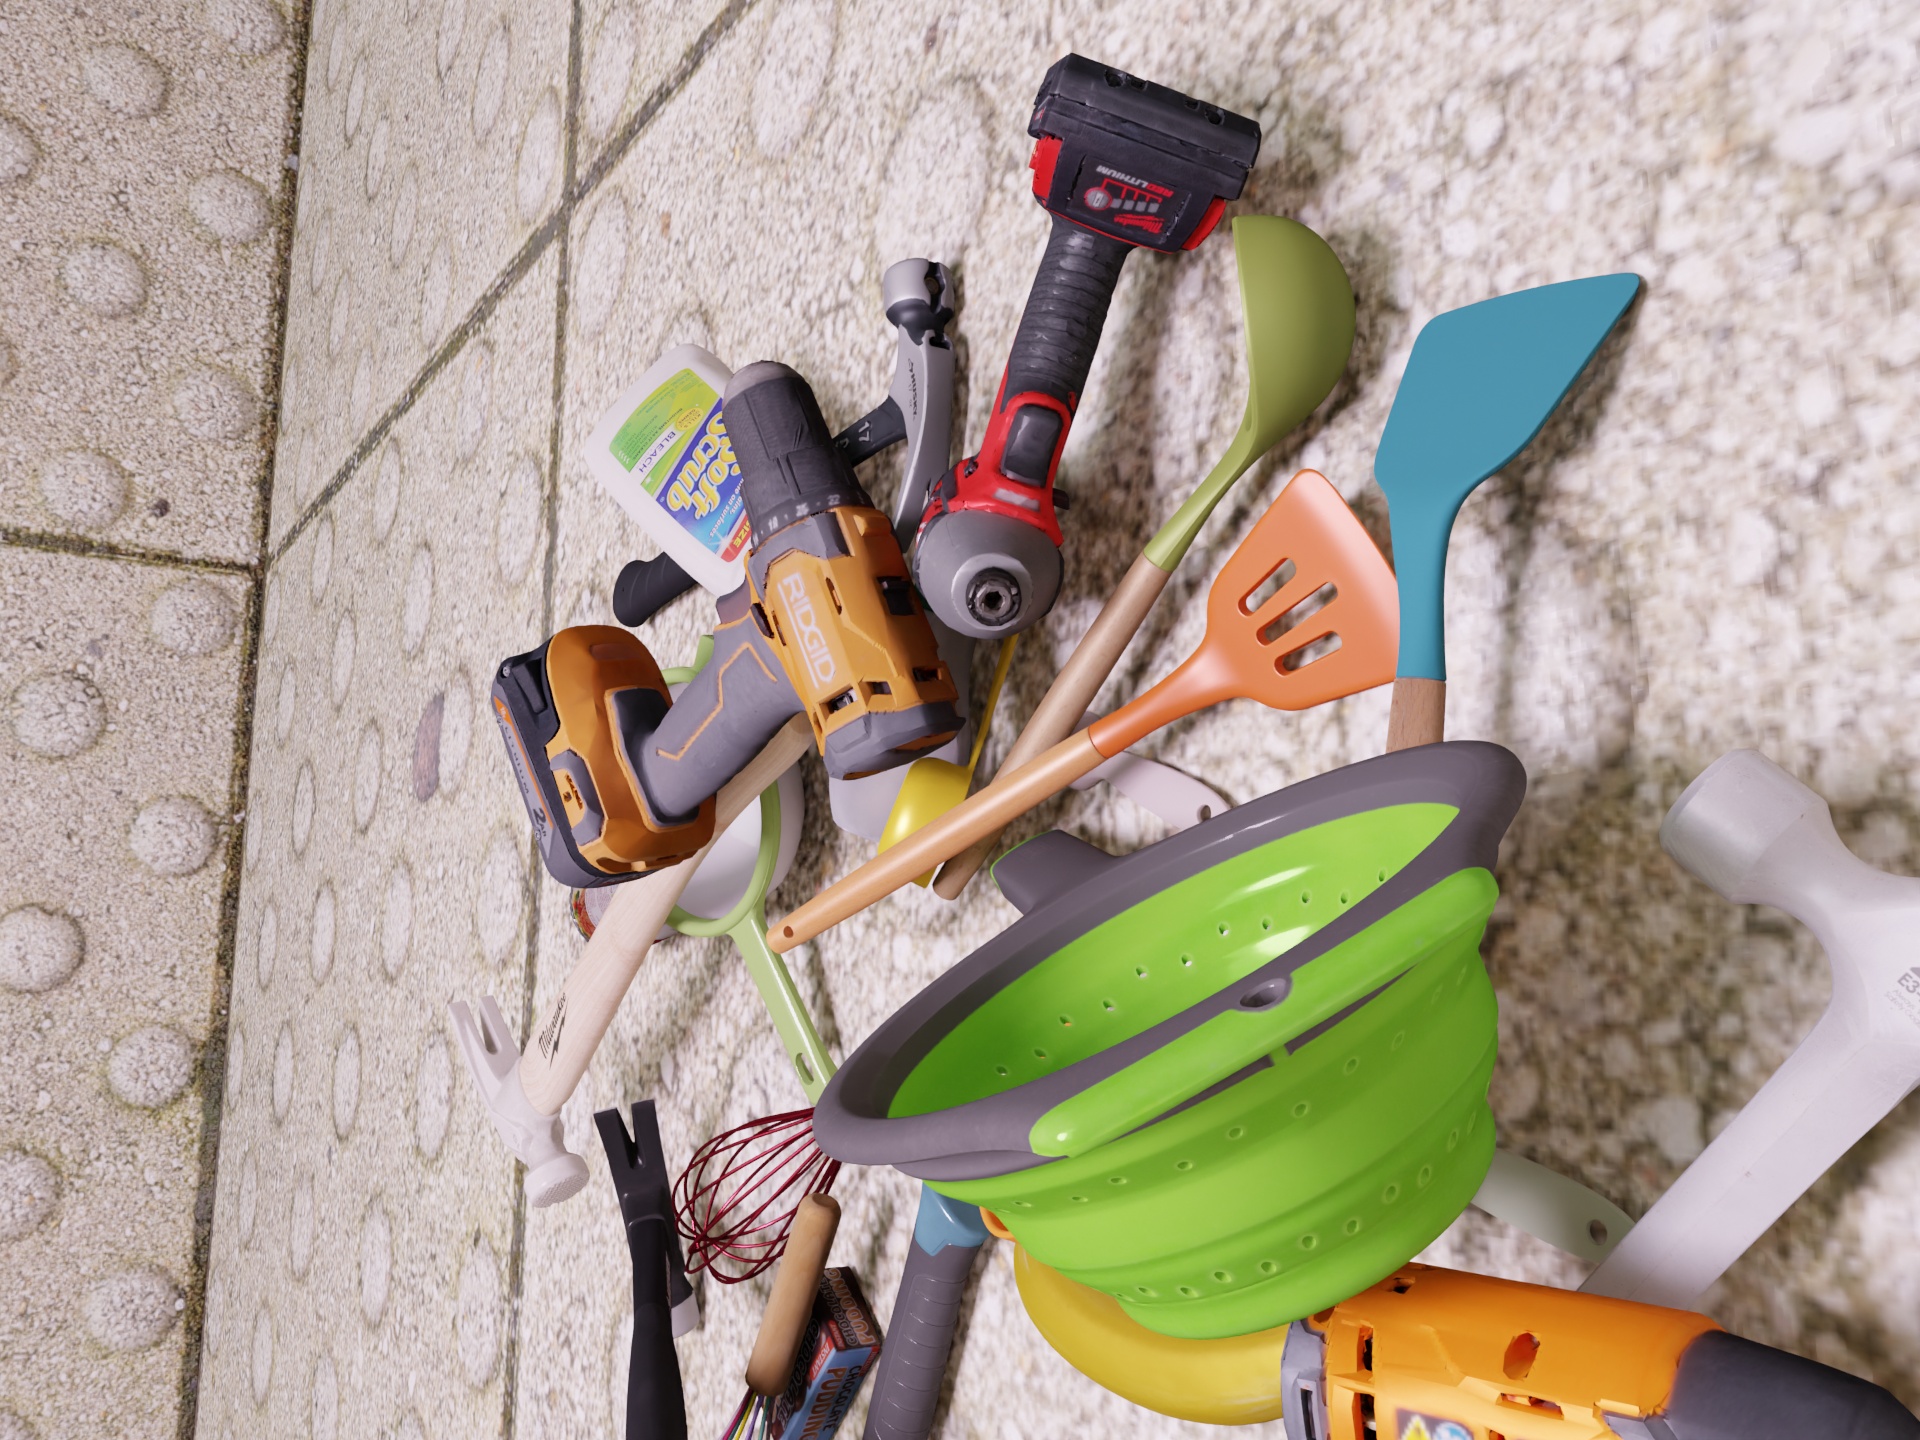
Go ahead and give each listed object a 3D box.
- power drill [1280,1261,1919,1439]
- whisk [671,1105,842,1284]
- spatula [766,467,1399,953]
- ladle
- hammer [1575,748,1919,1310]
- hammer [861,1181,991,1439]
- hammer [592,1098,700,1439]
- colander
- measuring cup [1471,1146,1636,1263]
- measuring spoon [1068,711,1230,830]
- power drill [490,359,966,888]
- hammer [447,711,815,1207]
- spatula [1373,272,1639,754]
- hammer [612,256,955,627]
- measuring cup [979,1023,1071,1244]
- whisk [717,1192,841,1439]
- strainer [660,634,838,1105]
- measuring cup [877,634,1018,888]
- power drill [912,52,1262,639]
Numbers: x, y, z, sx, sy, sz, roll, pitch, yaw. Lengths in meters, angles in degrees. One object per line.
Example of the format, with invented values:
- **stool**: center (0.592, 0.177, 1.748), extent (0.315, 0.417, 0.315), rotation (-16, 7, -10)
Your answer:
- **power drill**: center (0.164, 0.248, 0.365), extent (0.164, 0.084, 0.226), rotation (-8, 88, 46)
- **whisk**: center (-0.062, 0.198, 0.780), extent (0.295, 0.073, 0.073), rotation (-46, 48, 35)
- **spatula**: center (0.032, 0.021, 0.625), extent (0.322, 0.041, 0.081), rotation (-34, 82, 28)
- **ladle**: center (0.054, -0.048, 0.631), extent (0.320, 0.062, 0.078), rotation (-59, 7, 29)
- **hammer**: center (0.156, 0.208, 0.451), extent (0.144, 0.035, 0.405), rotation (48, 127, 34)
- **hammer**: center (-0.037, 0.362, 0.736), extent (0.128, 0.033, 0.331), rotation (28, 107, 54)
- **hammer**: center (-0.152, 0.303, 0.783), extent (0.335, 0.035, 0.146), rotation (-153, 52, -77)
- **colander**: center (0.064, 0.092, 0.502), extent (0.094, 0.204, 0.397), rotation (61, 176, -3)
- **measuring cup**: center (0.135, 0.137, 0.507), extent (0.168, 0.038, 0.083), rotation (13, 95, 58)
- **measuring spoon**: center (0.068, 0.024, 0.647), extent (0.124, 0.018, 0.034), rotation (28, 108, 58)
- **power drill**: center (-0.116, -0.037, 0.724), extent (0.226, 0.084, 0.185), rotation (-28, 78, 34)
- **hammer**: center (-0.187, 0.104, 0.887), extent (0.146, 0.038, 0.410), rotation (54, 128, 27)
- **spatula**: center (0.149, 0.015, 0.494), extent (0.082, 0.044, 0.317), rotation (2, 85, 55)
- **hammer**: center (-0.120, -0.120, 0.951), extent (0.409, 0.036, 0.149), rotation (-21, 68, 54)
- **measuring cup**: center (0.055, 0.132, 0.626), extent (0.095, 0.052, 0.174), rotation (-52, 17, 36)
- **whisk**: center (-0.102, 0.342, 0.772), extent (0.051, 0.047, 0.245), rotation (36, 111, 59)
- **strainer**: center (-0.107, 0.087, 0.880), extent (0.151, 0.069, 0.256), rotation (-42, 68, 39)
- **measuring cup**: center (-0.001, -0.002, 0.715), extent (0.062, 0.029, 0.156), rotation (124, 165, -80)
- **power drill**: center (0.037, -0.139, 0.632), extent (0.143, 0.078, 0.219), rotation (-91, 19, -70)
